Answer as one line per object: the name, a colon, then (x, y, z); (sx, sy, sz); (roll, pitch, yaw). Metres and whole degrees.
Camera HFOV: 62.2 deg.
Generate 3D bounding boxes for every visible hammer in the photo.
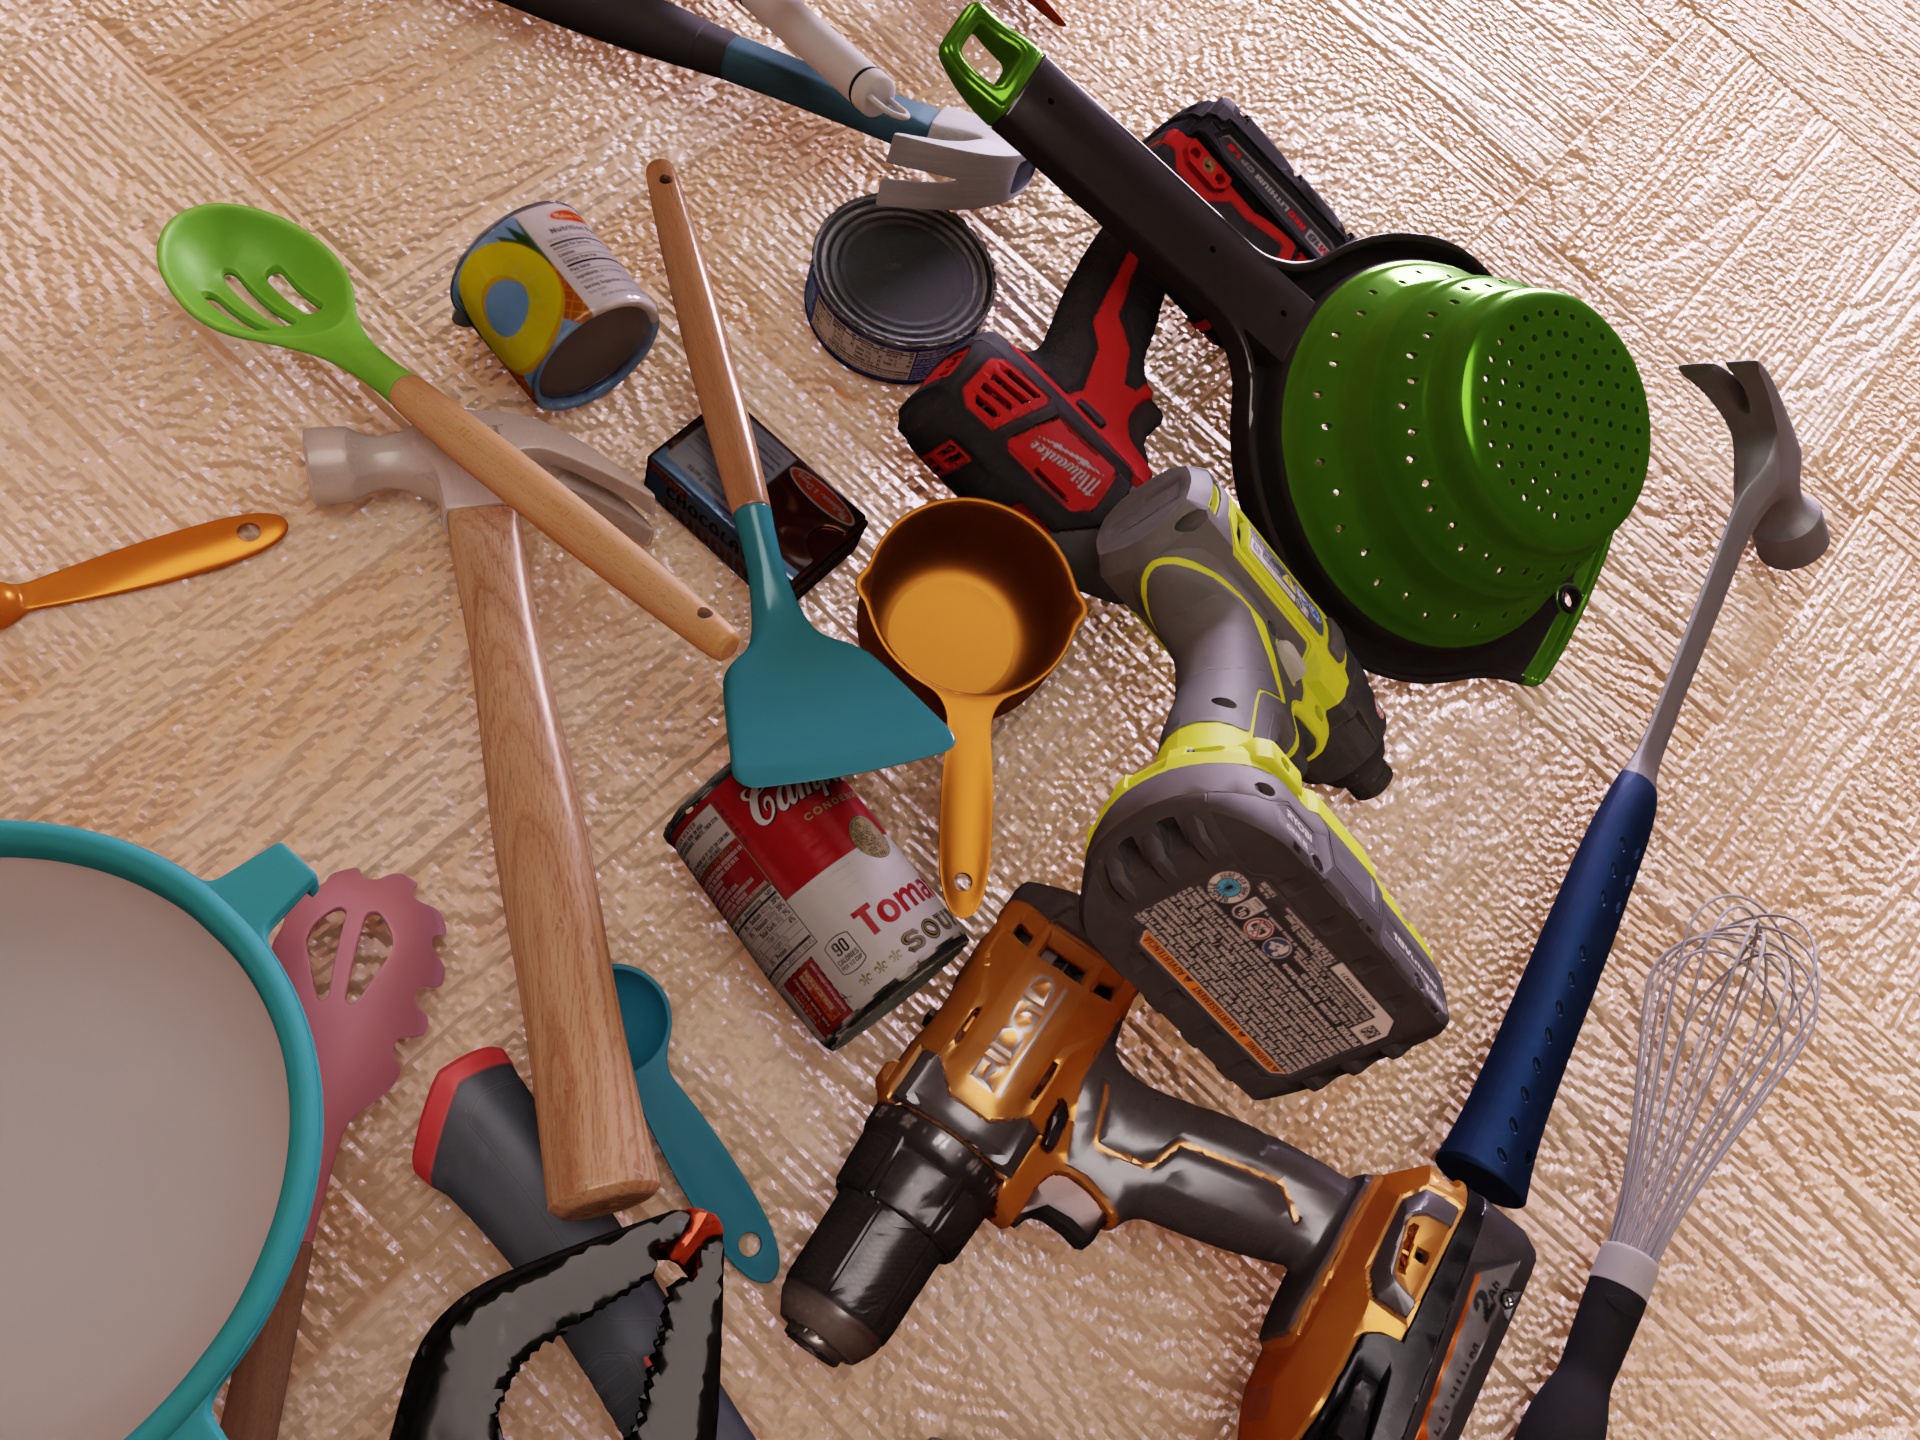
hammer: (-0.120, -0.317, 0.749); (0.331, 0.033, 0.128); (20, 39, -1)
hammer: (-0.046, 0.257, 0.498); (0.143, 0.038, 0.386); (-36, 73, -7)
hammer: (0.297, 0.017, 0.696); (0.143, 0.035, 0.406); (49, 62, -36)
hammer: (-0.156, 0.015, 0.582); (0.130, 0.031, 0.332); (-8, 60, -19)

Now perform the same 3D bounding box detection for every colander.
colander: (0.163, -0.166, 0.661); (0.396, 0.094, 0.204); (36, 72, -19)

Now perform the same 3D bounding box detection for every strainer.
strainer: (-0.098, -0.344, 0.735); (0.086, 0.050, 0.259); (-5, 46, -50)
strainer: (-0.358, 0.144, 0.468); (0.340, 0.095, 0.211); (-1, 64, -9)

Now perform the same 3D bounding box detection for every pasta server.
pasta server: (-0.222, 0.197, 0.515); (0.060, 0.040, 0.316); (9, 69, -11)

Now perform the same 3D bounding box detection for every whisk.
whisk: (0.275, 0.190, 0.633); (0.070, 0.070, 0.285); (33, 67, 1)

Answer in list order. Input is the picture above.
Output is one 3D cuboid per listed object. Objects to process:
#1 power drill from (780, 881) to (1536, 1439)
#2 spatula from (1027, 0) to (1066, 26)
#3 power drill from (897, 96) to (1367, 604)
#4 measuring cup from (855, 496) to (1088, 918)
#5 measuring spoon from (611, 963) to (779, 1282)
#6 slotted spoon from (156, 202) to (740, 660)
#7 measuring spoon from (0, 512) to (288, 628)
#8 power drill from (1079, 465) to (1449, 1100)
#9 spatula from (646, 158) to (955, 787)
power drill: (0.065, 0.189, 0.564); (0.226, 0.084, 0.185); (34, 63, 7)
spatula: (-0.048, -0.341, 0.721); (0.081, 0.041, 0.322); (43, 42, 9)
power drill: (0.083, -0.159, 0.716); (0.143, 0.078, 0.220); (43, 67, -15)
measuring cup: (-0.001, -0.002, 0.647); (0.095, 0.052, 0.174); (5, 73, -10)
measuring spoon: (-0.104, 0.147, 0.575); (0.042, 0.021, 0.128); (-31, 87, -25)
slotted spoon: (-0.201, -0.114, 0.617); (0.314, 0.031, 0.070); (37, 49, 19)
measuring spoon: (-0.318, -0.060, 0.609); (0.117, 0.011, 0.021); (-21, 74, -22)
power drill: (0.117, 0.021, 0.598); (0.171, 0.080, 0.223); (46, 31, -23)
spatula: (-0.087, -0.111, 0.638); (0.082, 0.044, 0.318); (-10, 66, -18)
